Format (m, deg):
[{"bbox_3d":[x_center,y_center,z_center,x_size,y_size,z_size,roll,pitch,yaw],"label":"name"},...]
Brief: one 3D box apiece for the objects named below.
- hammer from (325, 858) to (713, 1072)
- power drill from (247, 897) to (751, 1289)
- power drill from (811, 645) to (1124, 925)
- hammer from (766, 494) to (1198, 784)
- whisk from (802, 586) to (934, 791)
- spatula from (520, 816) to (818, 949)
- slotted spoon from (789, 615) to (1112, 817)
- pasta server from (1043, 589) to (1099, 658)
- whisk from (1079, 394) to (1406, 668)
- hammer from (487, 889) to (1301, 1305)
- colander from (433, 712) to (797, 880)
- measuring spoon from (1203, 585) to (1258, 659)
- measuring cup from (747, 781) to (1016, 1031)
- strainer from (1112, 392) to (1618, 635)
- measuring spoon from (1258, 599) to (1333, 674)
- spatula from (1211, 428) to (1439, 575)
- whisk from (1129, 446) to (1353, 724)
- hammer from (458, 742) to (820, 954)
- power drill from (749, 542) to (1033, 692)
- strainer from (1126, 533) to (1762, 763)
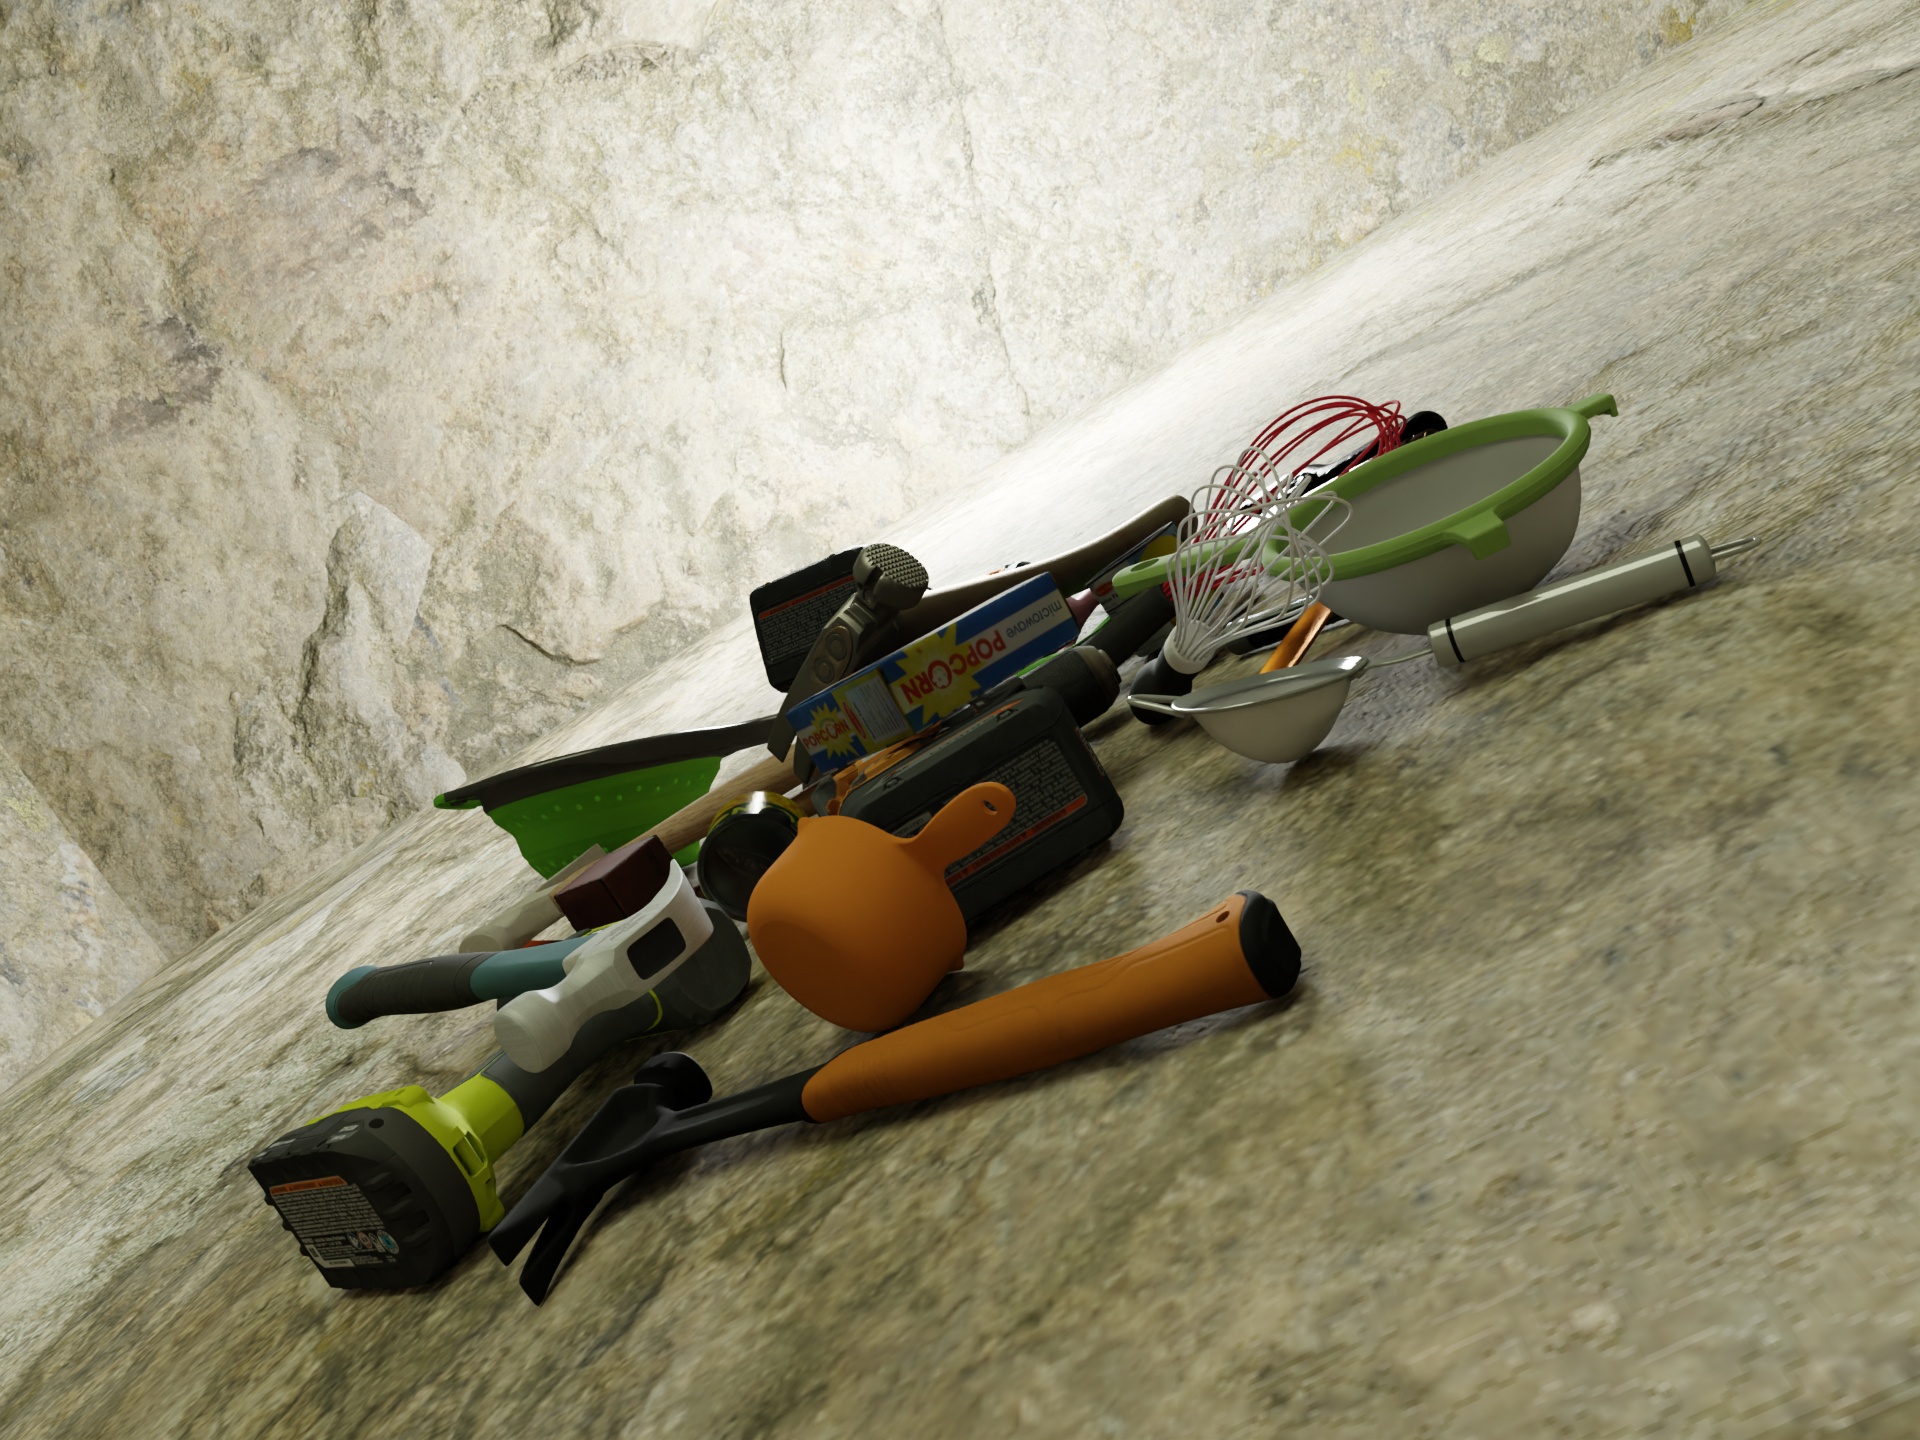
[{"bbox_3d":[-0.233,0.125,0.772,0.331,0.033,0.128,-15,15,47],"label":"hammer"},{"bbox_3d":[-0.235,0.180,0.812,0.190,0.080,0.228,-20,14,41],"label":"power drill"},{"bbox_3d":[0.017,0.024,0.810,0.185,0.084,0.226,-31,7,-4],"label":"power drill"},{"bbox_3d":[0.038,-0.075,0.988,0.410,0.038,0.146,-25,-28,-53],"label":"hammer"},{"bbox_3d":[-0.065,-0.012,1.053,0.055,0.055,0.238,-42,-11,-39],"label":"whisk"},{"bbox_3d":[-0.167,0.104,1.030,0.322,0.041,0.081,-29,10,9],"label":"spatula"},{"bbox_3d":[-0.002,-0.003,1.021,0.314,0.031,0.070,-31,-3,-10],"label":"slotted spoon"},{"bbox_3d":[0.099,-0.101,1.192,0.040,0.060,0.316,5,24,20],"label":"pasta server"},{"bbox_3d":[0.133,-0.083,0.900,0.295,0.073,0.073,-41,5,35],"label":"whisk"},{"bbox_3d":[-0.031,0.132,0.585,0.337,0.034,0.127,-25,13,31],"label":"hammer"},{"bbox_3d":[-0.176,0.053,1.175,0.397,0.094,0.204,-14,-4,-2],"label":"colander"},{"bbox_3d":[0.157,-0.057,0.936,0.034,0.018,0.124,-34,2,35],"label":"measuring spoon"},{"bbox_3d":[-0.030,0.073,0.635,0.052,0.095,0.173,-48,2,-34],"label":"measuring cup"},{"bbox_3d":[0.181,-0.070,0.755,0.256,0.069,0.151,-13,22,46],"label":"strainer"},{"bbox_3d":[0.178,-0.047,0.791,0.117,0.011,0.021,-51,26,-13],"label":"measuring spoon"},{"bbox_3d":[0.184,-0.112,0.975,0.060,0.018,0.316,-54,12,-26],"label":"spatula"},{"bbox_3d":[0.112,-0.044,0.721,0.070,0.070,0.284,-35,-11,-12],"label":"whisk"},{"bbox_3d":[-0.163,0.061,1.016,0.331,0.031,0.130,-29,7,13],"label":"hammer"},{"bbox_3d":[-0.050,-0.068,1.171,0.164,0.084,0.226,-19,-9,32],"label":"power drill"},{"bbox_3d":[0.192,-0.027,0.654,0.258,0.050,0.087,-20,3,25],"label":"strainer"}]
